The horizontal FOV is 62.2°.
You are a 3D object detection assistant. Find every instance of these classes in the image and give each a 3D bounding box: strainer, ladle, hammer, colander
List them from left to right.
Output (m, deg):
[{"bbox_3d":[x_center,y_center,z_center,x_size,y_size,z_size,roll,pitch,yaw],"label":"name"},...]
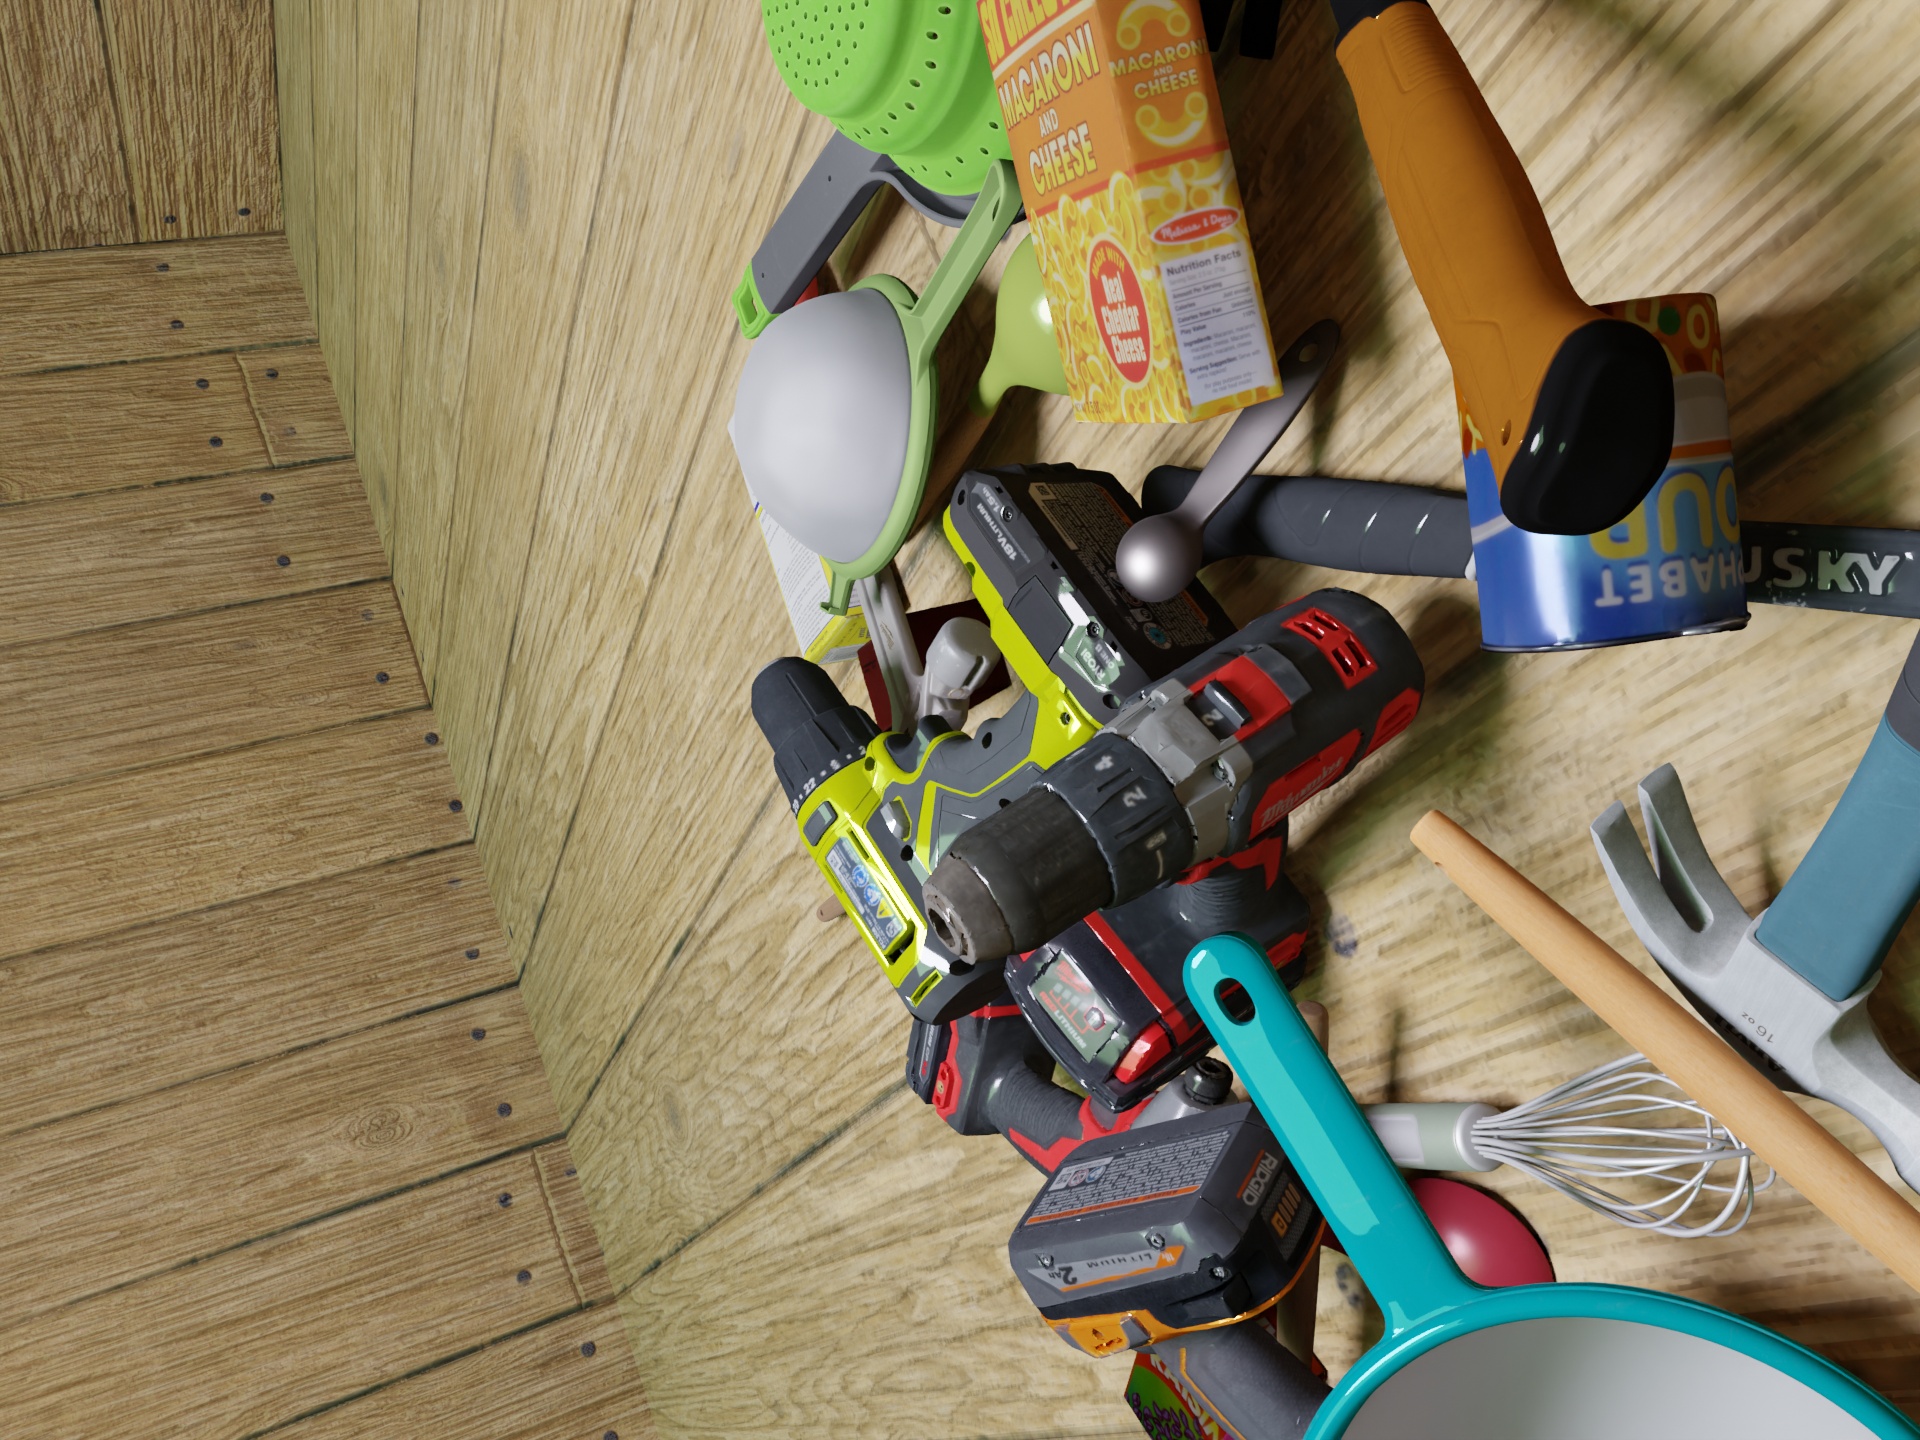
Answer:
[{"bbox_3d":[-0.061,-0.291,0.748,0.397,0.094,0.204,-34,72,55],"label":"colander"},{"bbox_3d":[-0.068,-0.124,0.881,0.149,0.036,0.359,-54,43,43],"label":"hammer"},{"bbox_3d":[-0.051,-0.169,0.739,0.256,0.069,0.152,-47,48,54],"label":"strainer"},{"bbox_3d":[0.015,-0.148,0.793,0.320,0.062,0.078,138,118,-69],"label":"ladle"},{"bbox_3d":[0.144,0.224,0.730,0.315,0.031,0.069,-12,93,66],"label":"ladle"},{"bbox_3d":[0.116,-0.168,0.431,0.127,0.034,0.337,107,165,-47],"label":"hammer"},{"bbox_3d":[0.182,0.211,0.509,0.211,0.095,0.340,-37,76,25],"label":"strainer"},{"bbox_3d":[0.182,-0.060,0.501,0.409,0.036,0.149,19,119,60],"label":"hammer"},{"bbox_3d":[0.215,-0.004,0.333,0.128,0.033,0.330,45,161,32],"label":"hammer"}]

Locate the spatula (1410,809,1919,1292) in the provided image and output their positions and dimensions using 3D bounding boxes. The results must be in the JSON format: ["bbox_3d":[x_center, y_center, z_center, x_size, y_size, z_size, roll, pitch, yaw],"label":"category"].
[{"bbox_3d":[0.239,0.140,0.422,0.323,0.041,0.081,45,176,26],"label":"spatula"}]

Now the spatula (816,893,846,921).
[{"bbox_3d":[-0.041,0.089,1.033,0.316,0.018,0.060,-41,65,60],"label":"spatula"}]

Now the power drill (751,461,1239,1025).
[{"bbox_3d":[-0.001,-0.002,0.693,0.191,0.080,0.228,56,130,22],"label":"power drill"}]

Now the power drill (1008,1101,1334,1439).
[{"bbox_3d":[0.140,0.264,0.626,0.164,0.084,0.226,-28,100,43],"label":"power drill"}]

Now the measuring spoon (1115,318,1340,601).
[{"bbox_3d":[0.097,-0.098,0.586,0.124,0.018,0.034,-54,51,7],"label":"measuring spoon"}]

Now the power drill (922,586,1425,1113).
[{"bbox_3d":[0.068,0.064,0.589,0.080,0.188,0.226,49,158,26],"label":"power drill"}]

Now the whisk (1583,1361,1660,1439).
[{"bbox_3d":[0.247,0.321,0.555,0.055,0.055,0.239,-11,88,64],"label":"whisk"}]

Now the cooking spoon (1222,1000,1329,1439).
[{"bbox_3d":[0.145,0.256,0.683,0.069,0.017,0.318,12,119,30],"label":"cooking spoon"}]

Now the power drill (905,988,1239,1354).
[{"bbox_3d":[0.060,0.187,0.788,0.220,0.078,0.143,40,125,53],"label":"power drill"}]

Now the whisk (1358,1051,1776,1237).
[{"bbox_3d":[0.193,0.151,0.573,0.246,0.059,0.058,144,120,-67],"label":"whisk"}]
